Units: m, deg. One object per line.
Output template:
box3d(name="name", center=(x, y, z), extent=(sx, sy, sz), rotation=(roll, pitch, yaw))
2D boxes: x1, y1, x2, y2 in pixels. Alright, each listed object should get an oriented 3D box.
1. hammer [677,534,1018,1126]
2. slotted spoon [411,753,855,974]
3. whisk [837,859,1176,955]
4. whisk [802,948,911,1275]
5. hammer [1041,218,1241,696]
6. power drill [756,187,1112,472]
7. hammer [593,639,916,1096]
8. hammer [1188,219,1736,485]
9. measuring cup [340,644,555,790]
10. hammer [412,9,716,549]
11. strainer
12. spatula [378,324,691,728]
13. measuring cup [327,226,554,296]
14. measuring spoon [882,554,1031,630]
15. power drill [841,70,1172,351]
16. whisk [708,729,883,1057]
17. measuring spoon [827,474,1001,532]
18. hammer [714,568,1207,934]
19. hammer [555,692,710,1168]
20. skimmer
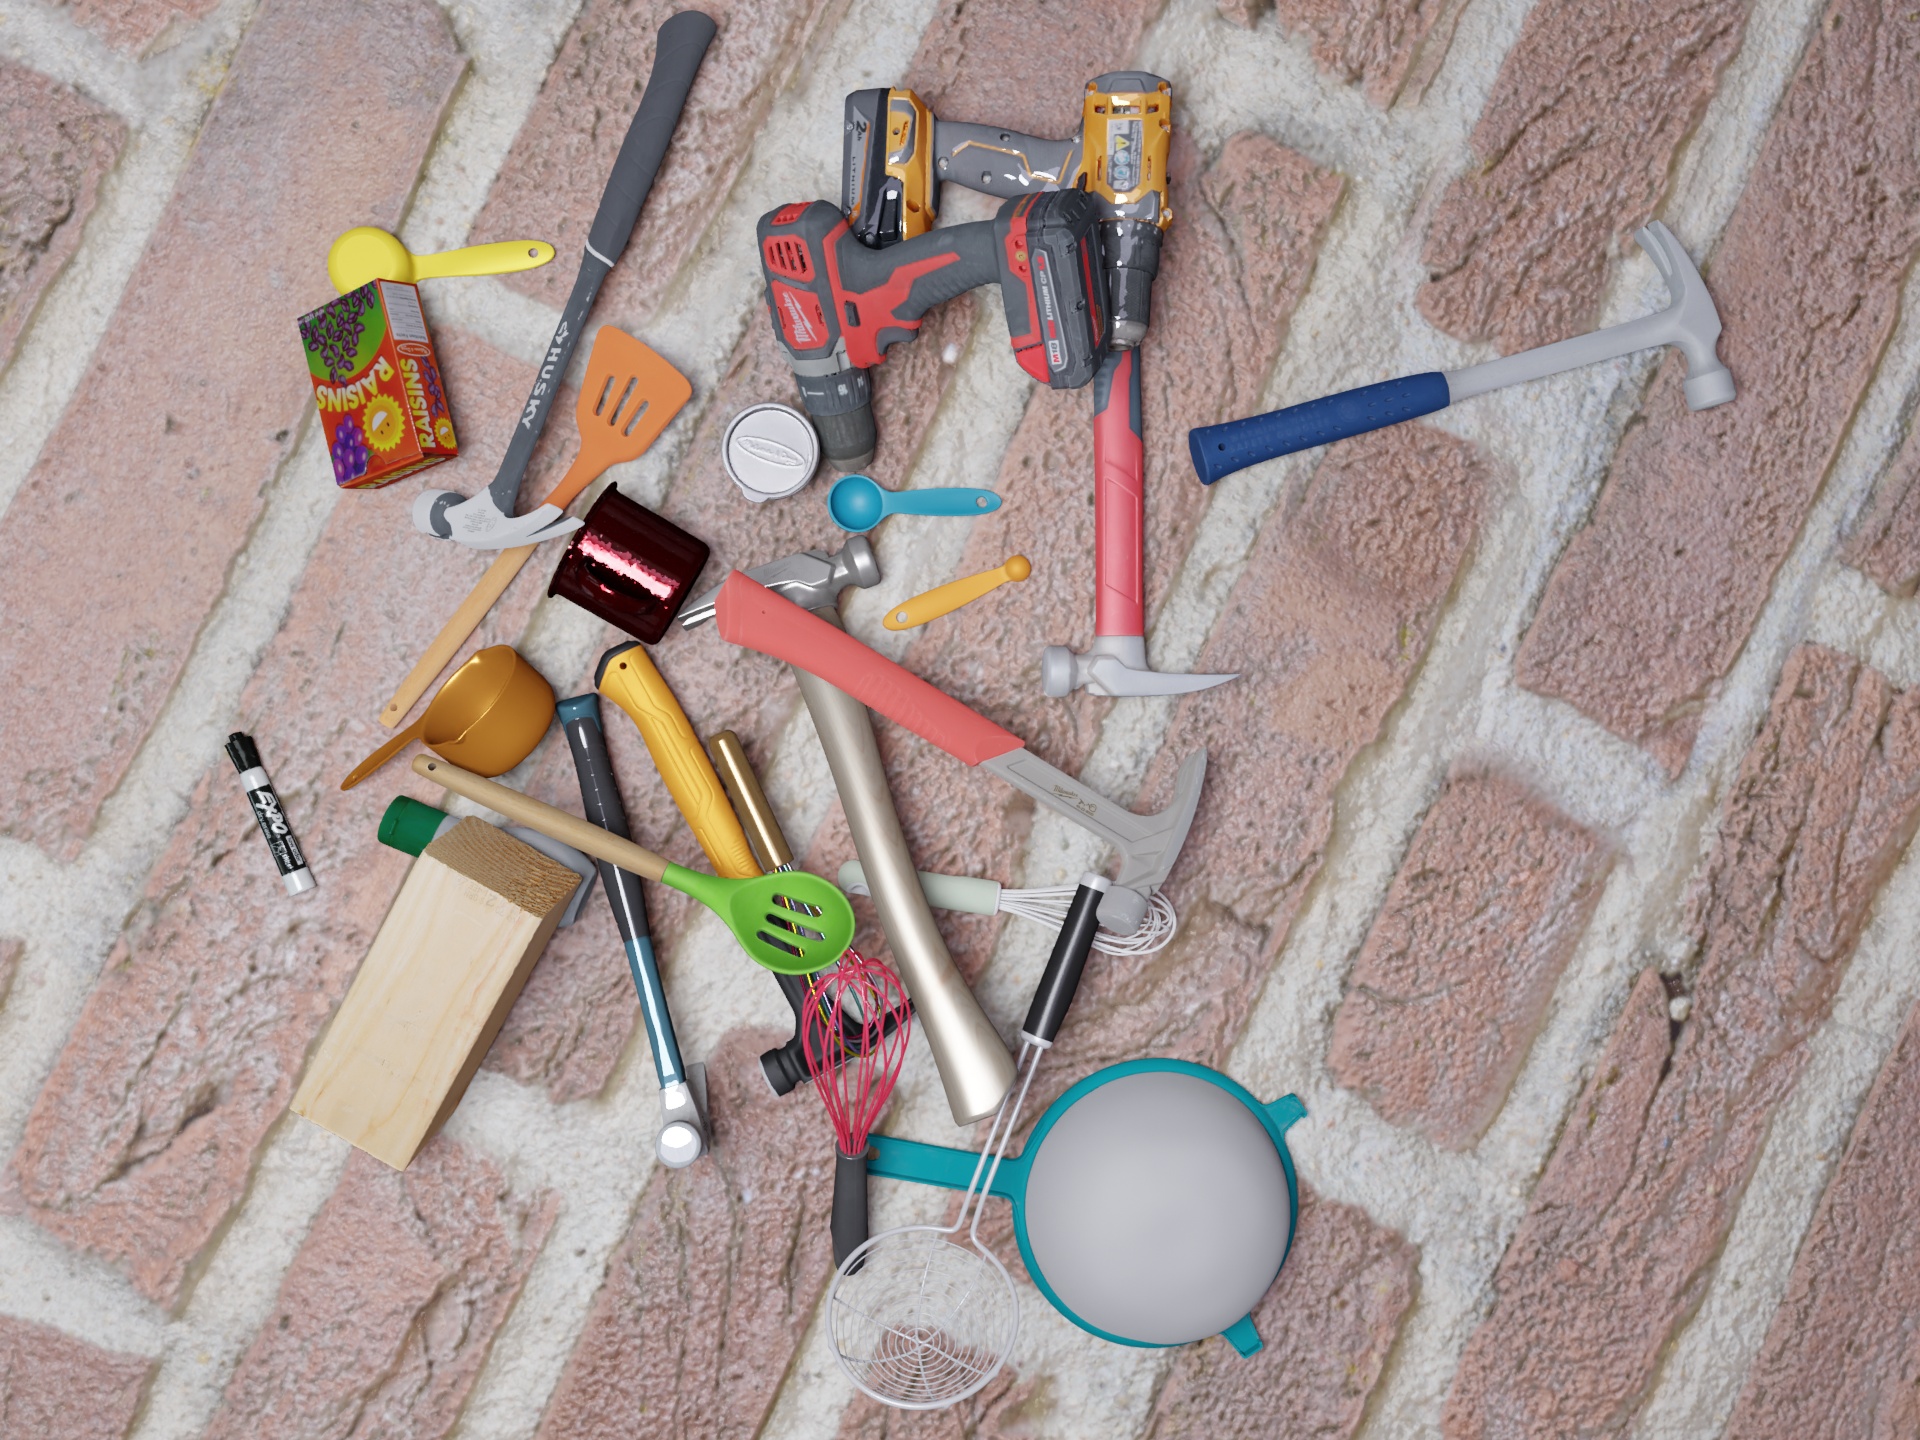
box3d(name="hammer", center=(-0.066, 0.077, 1.085), extent=(0.146, 0.038, 0.411), rotation=(-20, 75, -3))
box3d(name="slotted spoon", center=(-0.217, 0.088, 1.053), extent=(0.314, 0.031, 0.070), rotation=(23, 69, 1))
box3d(name="whisk", center=(0.034, 0.128, 1.144), extent=(0.246, 0.057, 0.059), rotation=(9, 55, -1))
box3d(name="whisk", center=(-0.072, 0.271, 1.066), extent=(0.073, 0.073, 0.295), rotation=(1, 123, -4))
box3d(name="hammer", center=(0.129, -0.210, 1.153), extent=(0.143, 0.038, 0.386), rotation=(0, 90, -6))
box3d(name="power drill", center=(-0.017, -0.260, 1.069), extent=(0.227, 0.080, 0.187), rotation=(0, 124, 18))
box3d(name="hammer", center=(-0.155, 0.092, 1.125), extent=(0.127, 0.034, 0.337), rotation=(-29, 94, -3))
box3d(name="hammer", center=(0.365, -0.253, 1.173), extent=(0.405, 0.035, 0.144), rotation=(-16, 91, -4))
box3d(name="measuring cup", center=(-0.355, 0.018, 1.106), extent=(0.173, 0.095, 0.052), rotation=(-31, 127, 20))
box3d(name="hammer", center=(-0.254, -0.307, 1.100), extent=(0.149, 0.036, 0.409), rotation=(14, 81, 38))
box3d(name="strainer", center=(0.084, 0.340, 1.117), extent=(0.340, 0.095, 0.211), rotation=(11, 89, -5))
box3d(name="spatula", center=(-0.310, -0.127, 1.118), extent=(0.081, 0.041, 0.322), rotation=(37, 88, 4))
box3d(name="measuring cup", center=(-0.366, -0.325, 1.120), extent=(0.156, 0.029, 0.062), rotation=(-8, 90, -3))
box3d(name="measuring spoon", center=(-0.002, -0.092, 1.155), extent=(0.117, 0.011, 0.021), rotation=(-23, 91, -4))
box3d(name="power drill", center=(0.034, -0.351, 1.108), extent=(0.226, 0.084, 0.185), rotation=(2, 89, 7))
box3d(name="whisk", center=(-0.113, 0.119, 1.096), extent=(0.047, 0.051, 0.245), rotation=(-25, 89, -23))
box3d(name="measuring spoon", center=(-0.034, -0.156, 1.154), extent=(0.128, 0.021, 0.042), rotation=(-2, 85, -13))
box3d(name="hammer", center=(-0.002, -0.003, 1.079), extent=(0.359, 0.036, 0.149), rotation=(31, 63, -9))
box3d(name="hammer", center=(-0.226, 0.138, 1.095), extent=(0.033, 0.128, 0.331), rotation=(-15, 82, -7))
box3d(name="skimmer", center=(0.023, 0.270, 1.062), extent=(0.127, 0.090, 0.363), rotation=(20, 84, 19))
